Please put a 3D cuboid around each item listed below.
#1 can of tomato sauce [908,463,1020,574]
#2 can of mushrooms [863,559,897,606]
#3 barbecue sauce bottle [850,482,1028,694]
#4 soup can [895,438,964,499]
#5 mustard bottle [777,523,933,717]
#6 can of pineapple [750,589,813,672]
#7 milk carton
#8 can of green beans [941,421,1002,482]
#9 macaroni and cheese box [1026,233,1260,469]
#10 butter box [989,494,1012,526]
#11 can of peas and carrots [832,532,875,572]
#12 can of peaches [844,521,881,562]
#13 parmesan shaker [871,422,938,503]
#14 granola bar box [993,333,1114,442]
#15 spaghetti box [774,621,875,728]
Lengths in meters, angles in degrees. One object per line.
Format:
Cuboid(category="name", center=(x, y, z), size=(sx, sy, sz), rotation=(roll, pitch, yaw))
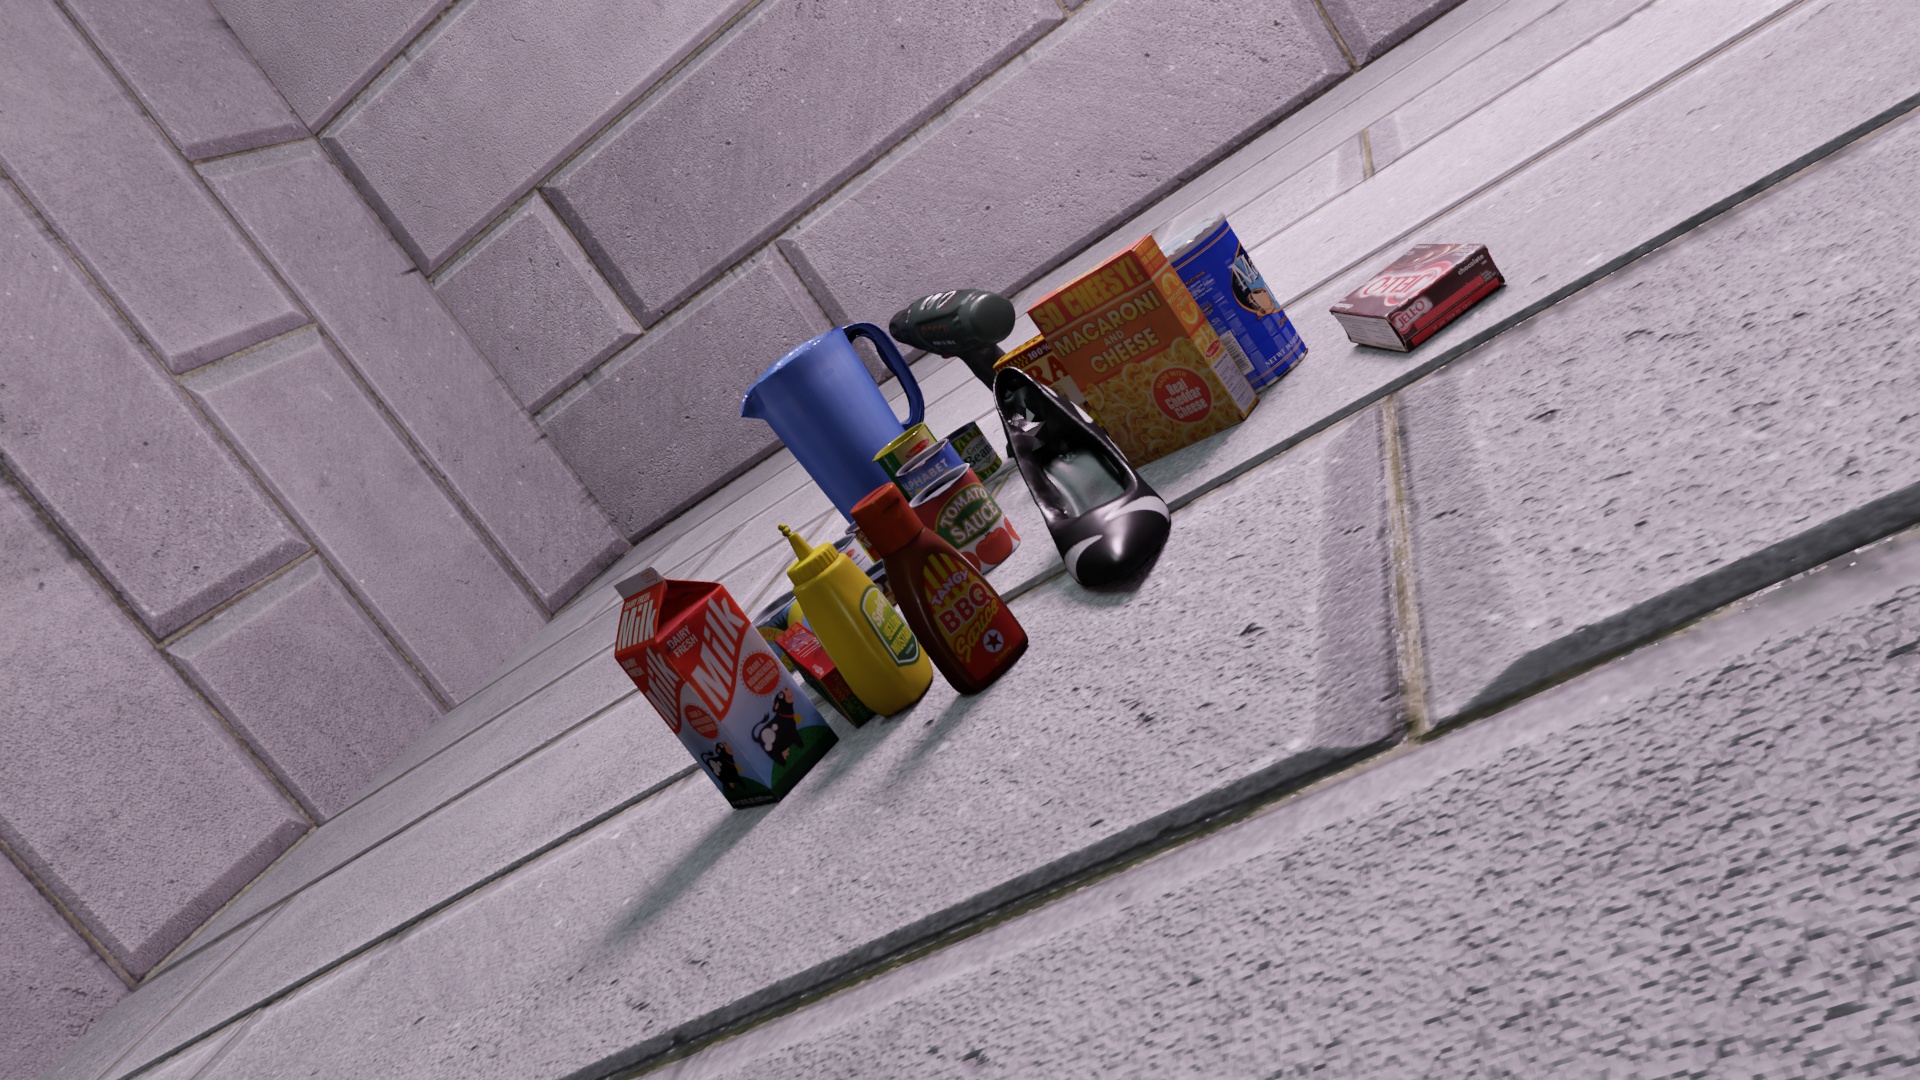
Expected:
Cuboid(category="can of tomato sauce", center=(0.004, -0.015, 1.222), size=(0.071, 0.083, 0.071), rotation=(-34, 12, 8))
Cuboid(category="can of mushrooms", center=(-0.072, 0.041, 1.335), size=(0.071, 0.033, 0.071), rotation=(-34, 12, 8))
Cuboid(category="barbecue sauce bottle", center=(-0.018, 0.030, 0.945), size=(0.065, 0.148, 0.043), rotation=(-42, 13, -28))
Cuboid(category="soup can", center=(-0.017, -0.051, 1.422), size=(0.071, 0.083, 0.071), rotation=(-34, 12, 8))
Cuboid(category="mustard bottle", center=(-0.083, 0.052, 1.011), size=(0.048, 0.160, 0.065), rotation=(-31, 12, 24))
Cuboid(category="can of pineapple", center=(-0.167, 0.089, 1.352), size=(0.071, 0.058, 0.071), rotation=(-34, 12, 8))
Cuboid(category="milk carton", center=(-0.184, 0.101, 1.026), size=(0.072, 0.190, 0.074), rotation=(-22, 18, 50))
Cuboid(category="can of green beans", center=(0.006, -0.095, 1.595), size=(0.071, 0.057, 0.071), rotation=(-34, 12, 8))
Cuboid(category="macaroni and cheese box", center=(0.150, -0.154, 1.154), size=(0.123, 0.166, 0.040), rotation=(-25, 16, 44))
Cuboid(category="butter box", center=(0.013, -0.030, 1.329), size=(0.024, 0.053, 0.103), rotation=(-37, 12, -9))
Cuboid(category="can of peas and carrots", center=(-0.120, 0.035, 1.432), size=(0.071, 0.058, 0.071), rotation=(-34, 12, 8))
Cuboid(category="can of peaches", center=(-0.081, -0.004, 1.479), size=(0.071, 0.058, 0.071), rotation=(-34, 12, 8))
Cuboid(category="parmesan shaker", center=(-0.038, -0.065, 1.486), size=(0.071, 0.103, 0.071), rotation=(-34, 11, 8))
Cuboid(category="granola bar box", center=(0.130, -0.156, 1.324), size=(0.165, 0.124, 0.039), rotation=(-27, 14, 36))
Cuboid(category="spaghetti box", center=(-0.113, 0.107, 1.151), size=(0.029, 0.050, 0.250), rotation=(-38, 12, -11))
